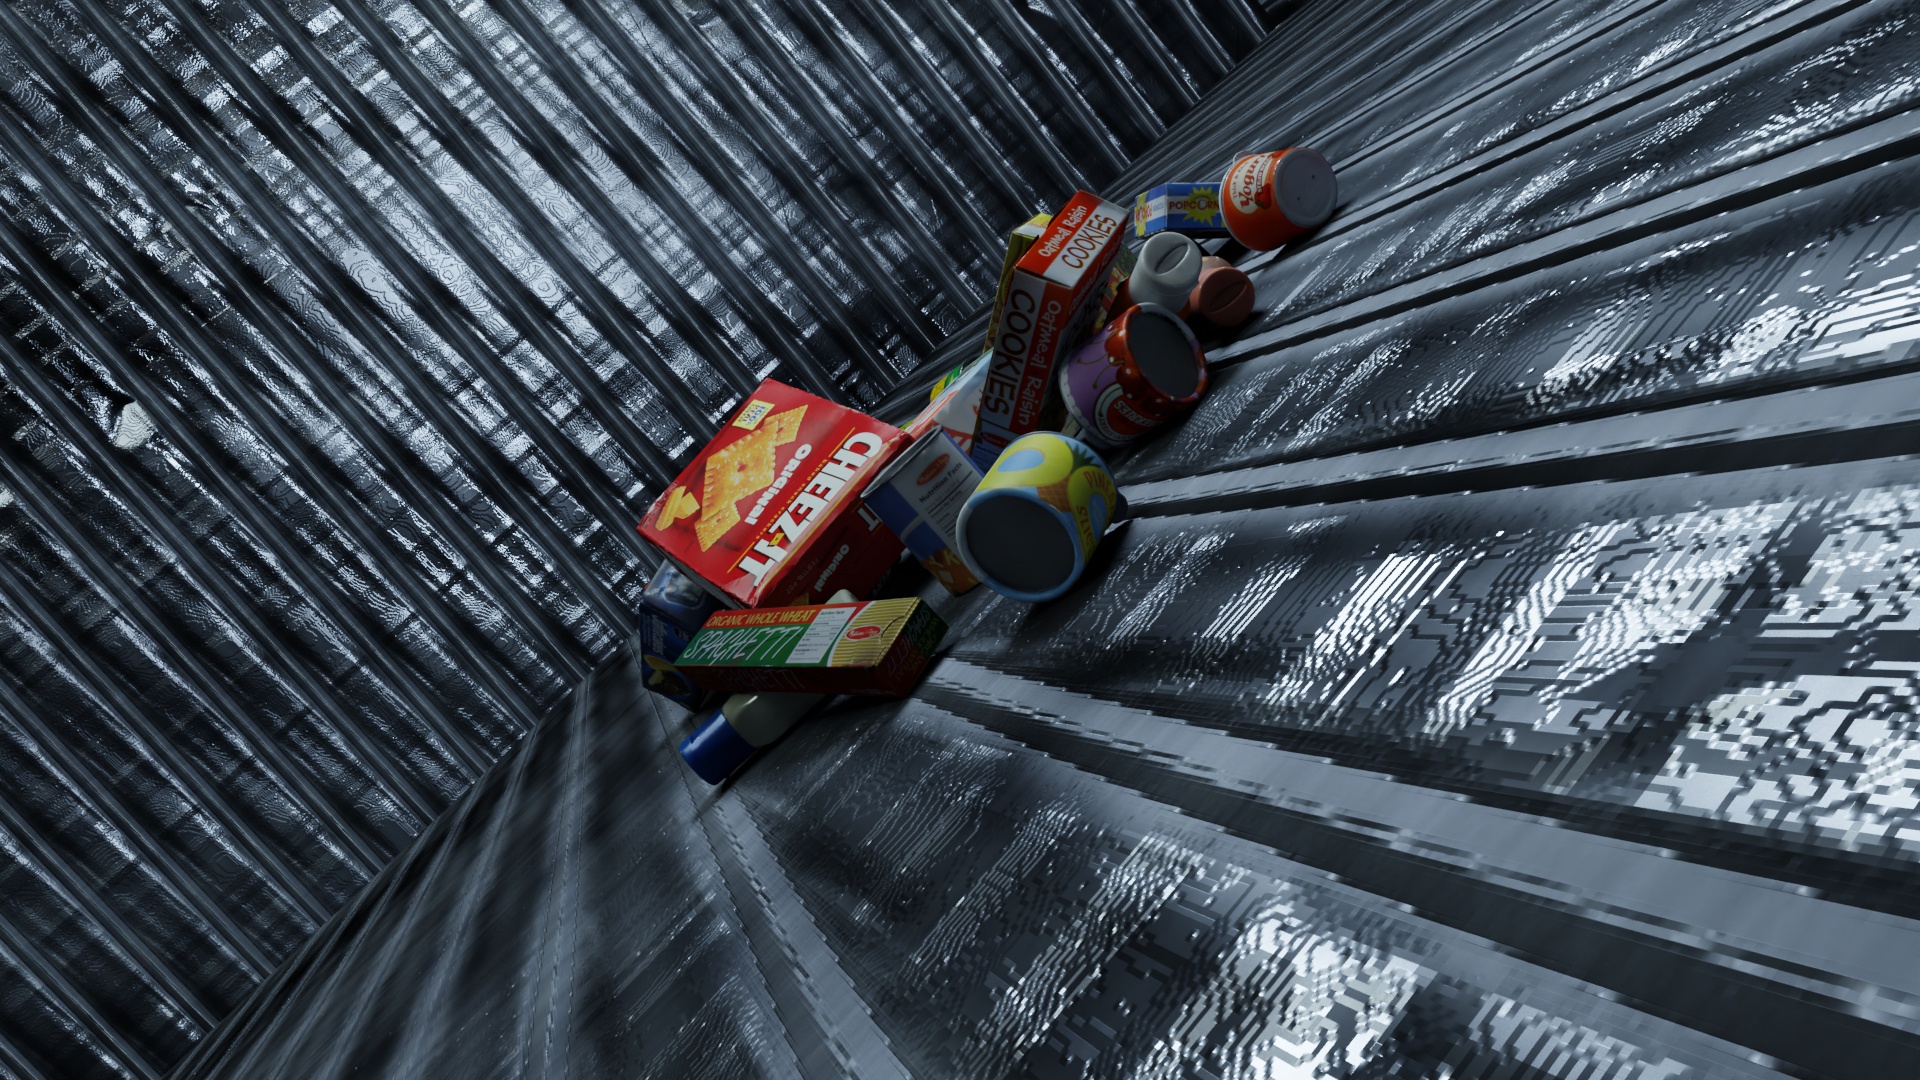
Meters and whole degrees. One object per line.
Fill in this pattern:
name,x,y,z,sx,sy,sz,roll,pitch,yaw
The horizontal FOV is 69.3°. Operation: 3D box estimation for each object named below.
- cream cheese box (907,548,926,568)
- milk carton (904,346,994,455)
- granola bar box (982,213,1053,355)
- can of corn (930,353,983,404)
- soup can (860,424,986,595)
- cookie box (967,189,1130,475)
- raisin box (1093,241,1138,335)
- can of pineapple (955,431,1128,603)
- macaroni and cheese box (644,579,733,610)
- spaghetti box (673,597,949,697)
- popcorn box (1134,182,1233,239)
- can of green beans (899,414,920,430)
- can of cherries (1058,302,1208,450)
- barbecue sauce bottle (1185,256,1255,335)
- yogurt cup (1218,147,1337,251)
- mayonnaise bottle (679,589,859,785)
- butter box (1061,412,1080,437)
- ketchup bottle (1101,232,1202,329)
cream cheese box,0.003,-0.012,0.950,0.053,0.024,0.103,-48,10,-22
milk carton,-0.007,-0.070,1.102,0.191,0.073,0.072,-49,12,-33
granola bar box,0.057,-0.204,1.255,0.125,0.039,0.164,-53,-21,-65
can of corn,0.012,-0.138,1.355,0.058,0.071,0.071,-32,14,51
soup can,-0.010,-0.018,0.847,0.071,0.083,0.071,-41,9,8
cookie box,0.051,-0.119,0.872,0.123,0.040,0.166,-57,-15,-50
raisin box,0.124,-0.222,1.208,0.040,0.086,0.124,-35,12,30
can of pineapple,0.039,-0.011,0.678,0.070,0.071,0.058,-35,12,38
macaroni and cheese box,-0.191,0.024,1.292,0.123,0.040,0.167,-37,-21,33
spaghetti box,-0.098,0.065,0.836,0.249,0.028,0.050,-7,42,53
popcorn box,0.195,-0.268,1.132,0.085,0.038,0.127,-2,9,-4
can of green beans,-0.026,-0.081,1.244,0.071,0.071,0.057,-45,9,-16
can of cherries,0.100,-0.093,0.801,0.058,0.071,0.072,-31,14,46
barbecue sauce bottle,0.159,-0.162,0.923,0.065,0.043,0.149,-37,10,4
yogurt cup,0.220,-0.236,0.950,0.072,0.072,0.054,-46,18,-18
mayonnaise bottle,-0.116,0.096,0.900,0.148,0.041,0.065,-42,16,-2
butter box,0.055,-0.069,0.992,0.053,0.024,0.104,-32,14,44
ketchup bottle,0.114,-0.136,0.859,0.065,0.043,0.148,-45,-9,-18
